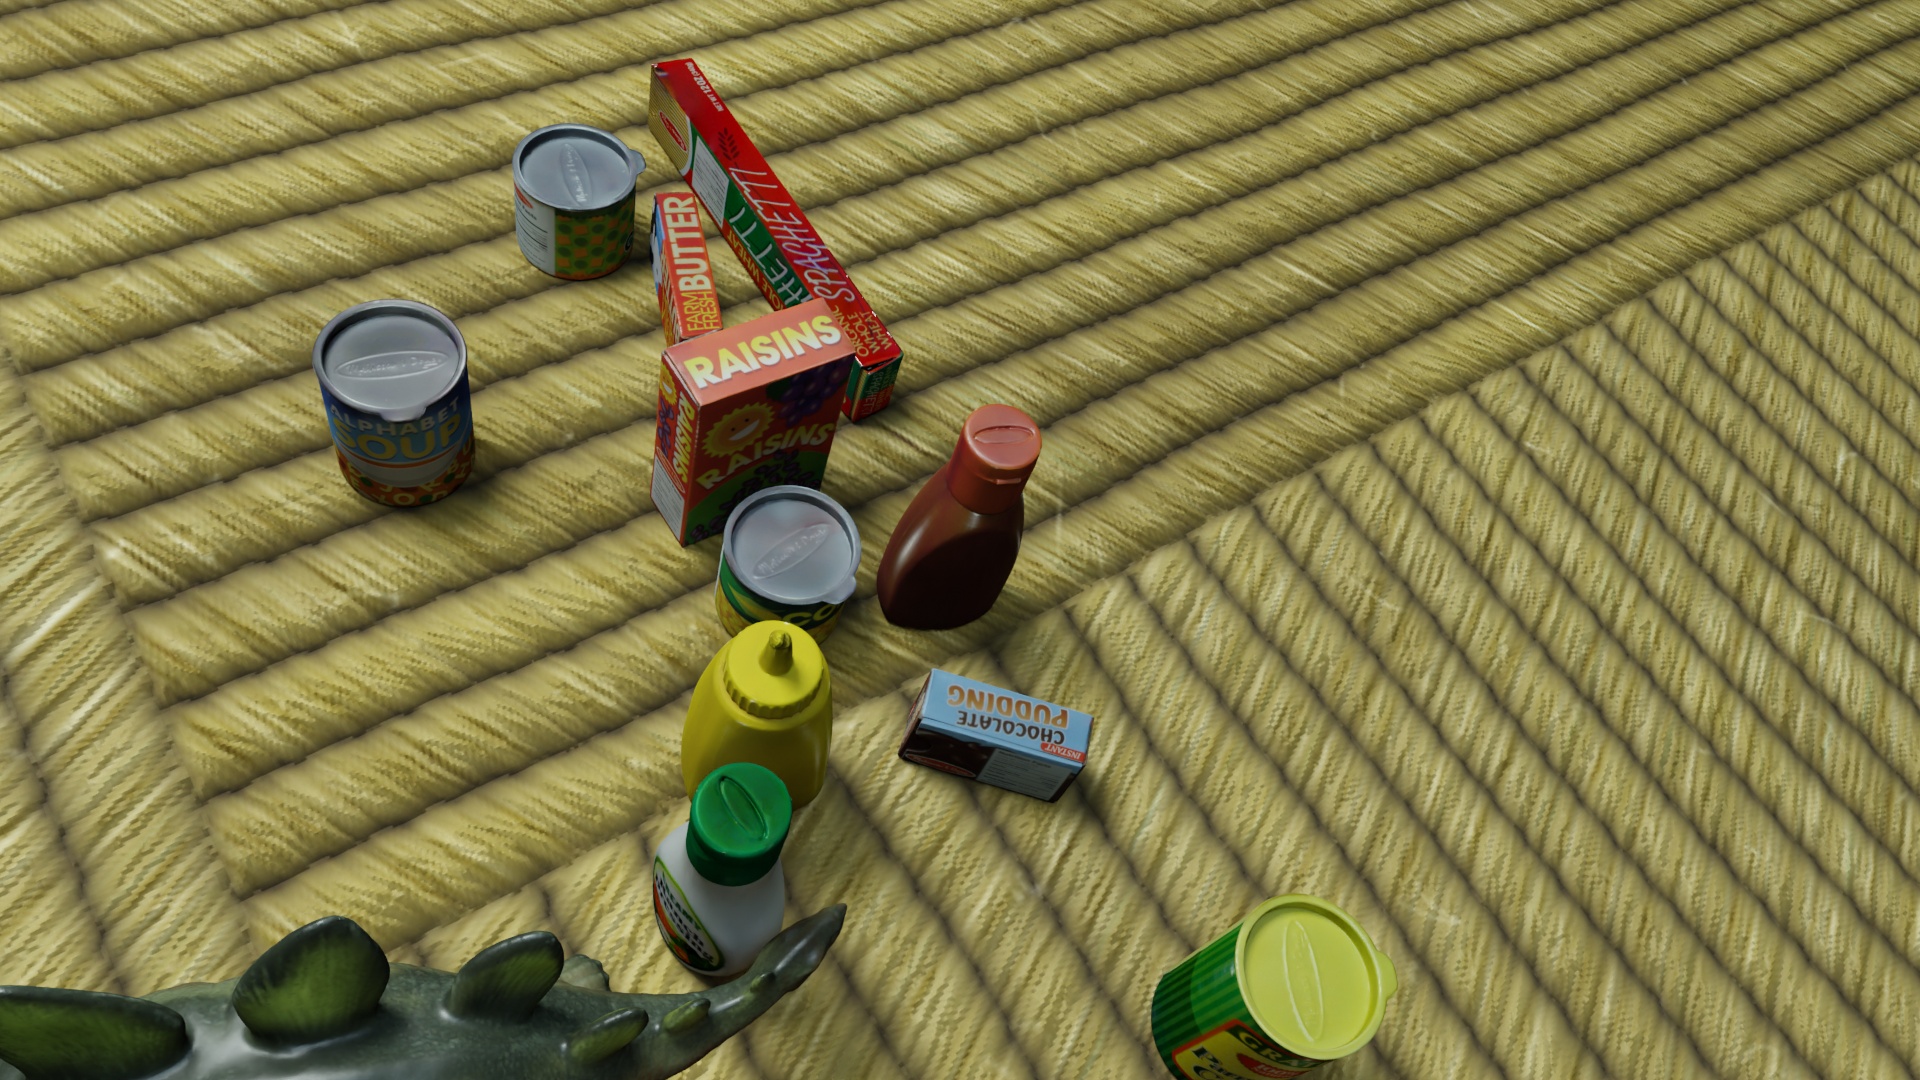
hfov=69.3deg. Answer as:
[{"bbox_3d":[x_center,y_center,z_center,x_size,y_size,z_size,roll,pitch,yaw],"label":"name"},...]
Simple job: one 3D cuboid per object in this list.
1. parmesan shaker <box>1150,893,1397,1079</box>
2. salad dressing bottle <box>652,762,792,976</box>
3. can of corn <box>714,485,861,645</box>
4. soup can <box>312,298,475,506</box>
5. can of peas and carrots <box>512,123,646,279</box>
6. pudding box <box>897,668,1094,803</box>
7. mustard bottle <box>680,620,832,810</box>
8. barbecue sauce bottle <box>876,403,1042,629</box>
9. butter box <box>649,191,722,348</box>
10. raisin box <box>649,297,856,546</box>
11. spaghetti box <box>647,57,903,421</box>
[{"bbox_3d":[0.133,0.202,0.605,0.071,0.102,0.071,7,58,-11],"label":"parmesan shaker"},{"bbox_3d":[-0.095,0.132,0.558,0.044,0.147,0.064,-28,70,-28],"label":"salad dressing bottle"},{"bbox_3d":[-0.085,0.018,0.686,0.071,0.058,0.071,7,57,-11],"label":"can of corn"},{"bbox_3d":[-0.270,-0.062,0.669,0.071,0.083,0.071,7,57,-11],"label":"soup can"},{"bbox_3d":[-0.214,-0.190,0.780,0.071,0.058,0.071,7,57,-11],"label":"can of peas and carrots"},{"bbox_3d":[0.017,0.095,0.671,0.084,0.049,0.030,17,56,-5],"label":"pudding box"},{"bbox_3d":[-0.083,0.073,0.591,0.065,0.159,0.049,0,59,-16],"label":"mustard bottle"},{"bbox_3d":[0.002,-0.008,0.673,0.065,0.147,0.044,-4,61,-18],"label":"barbecue sauce bottle"},{"bbox_3d":[-0.152,-0.137,0.767,0.024,0.052,0.104,-6,61,-19],"label":"butter box"},{"bbox_3d":[-0.105,-0.057,0.688,0.086,0.122,0.040,-23,68,-27],"label":"raisin box"},{"bbox_3d":[-0.112,-0.178,0.806,0.029,0.050,0.250,-24,68,-27],"label":"spaghetti box"}]
